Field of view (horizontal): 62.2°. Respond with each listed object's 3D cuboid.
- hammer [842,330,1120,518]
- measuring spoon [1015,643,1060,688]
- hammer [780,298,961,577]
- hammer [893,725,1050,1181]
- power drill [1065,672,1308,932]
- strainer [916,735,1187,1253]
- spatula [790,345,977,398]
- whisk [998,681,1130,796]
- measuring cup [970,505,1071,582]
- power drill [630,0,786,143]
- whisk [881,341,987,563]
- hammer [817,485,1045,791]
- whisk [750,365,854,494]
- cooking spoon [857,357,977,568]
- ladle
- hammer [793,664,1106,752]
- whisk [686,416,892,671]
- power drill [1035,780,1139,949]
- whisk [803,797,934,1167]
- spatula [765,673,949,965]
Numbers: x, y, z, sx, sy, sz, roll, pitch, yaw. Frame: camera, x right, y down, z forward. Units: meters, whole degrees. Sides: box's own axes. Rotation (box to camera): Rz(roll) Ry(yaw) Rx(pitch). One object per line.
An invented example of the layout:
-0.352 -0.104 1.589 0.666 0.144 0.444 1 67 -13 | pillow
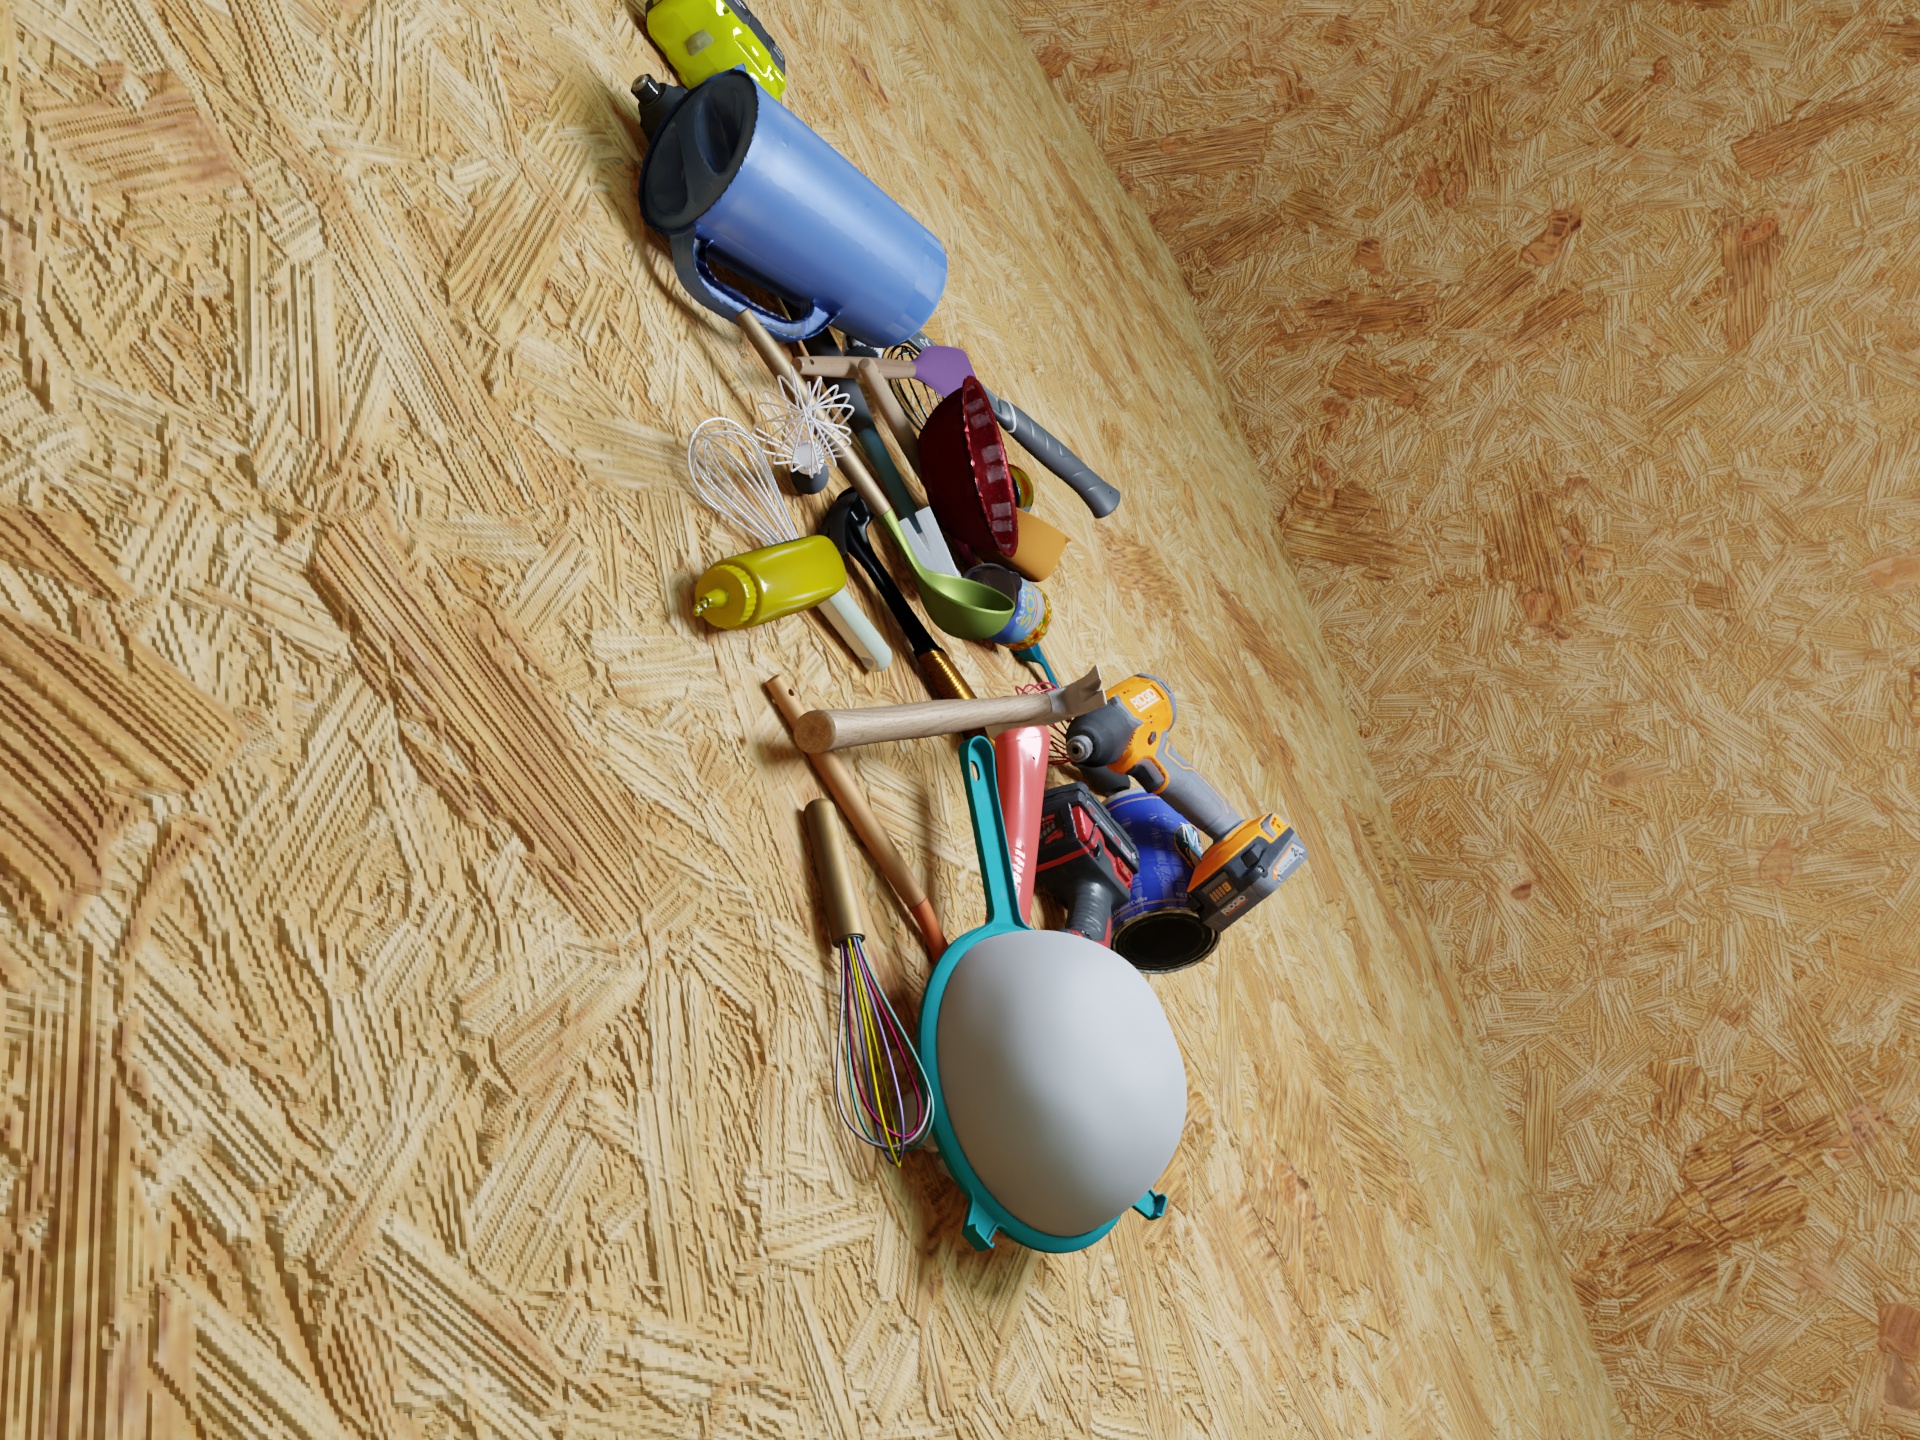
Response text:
0.033 -0.312 1.560 0.408 0.036 0.149 32 50 -42 | hammer
0.079 -0.043 1.575 0.042 0.021 0.128 -88 155 -52 | measuring spoon
-0.087 -0.259 1.366 0.331 0.033 0.128 62 2 3 | hammer
0.038 0.153 1.100 0.149 0.036 0.359 38 42 -30 | hammer
0.185 0.068 1.378 0.226 0.084 0.164 50 32 9 | power drill
0.065 0.159 1.019 0.210 0.095 0.341 11 61 -47 | strainer
-0.056 -0.300 1.367 0.316 0.018 0.060 -20 88 -61 | spatula
0.107 0.028 1.494 0.295 0.073 0.073 36 34 -61 | whisk
0.063 -0.158 1.539 0.095 0.052 0.173 25 -4 18 | measuring cup
-0.211 -0.523 1.343 0.171 0.080 0.223 42 33 -45 | power drill
-0.014 -0.258 1.550 0.239 0.055 0.055 66 20 -7 | whisk
-0.012 -0.032 1.309 0.336 0.034 0.127 56 22 -22 | hammer
-0.108 -0.192 1.122 0.070 0.070 0.284 64 -4 -2 | whisk
-0.032 -0.221 1.416 0.318 0.017 0.069 56 17 -60 | cooking spoon
-0.065 -0.191 1.241 0.320 0.062 0.078 54 9 -19 | ladle
-0.002 -0.004 1.148 0.331 0.130 0.031 -7 80 -57 | hammer
-0.119 -0.120 1.150 0.246 0.058 0.059 53 58 -36 | whisk
0.078 0.156 1.259 0.187 0.080 0.227 49 29 -35 | power drill
-0.063 0.152 0.970 0.047 0.051 0.245 28 38 -49 | whisk
-0.035 0.102 1.091 0.322 0.041 0.081 58 35 -12 | spatula
